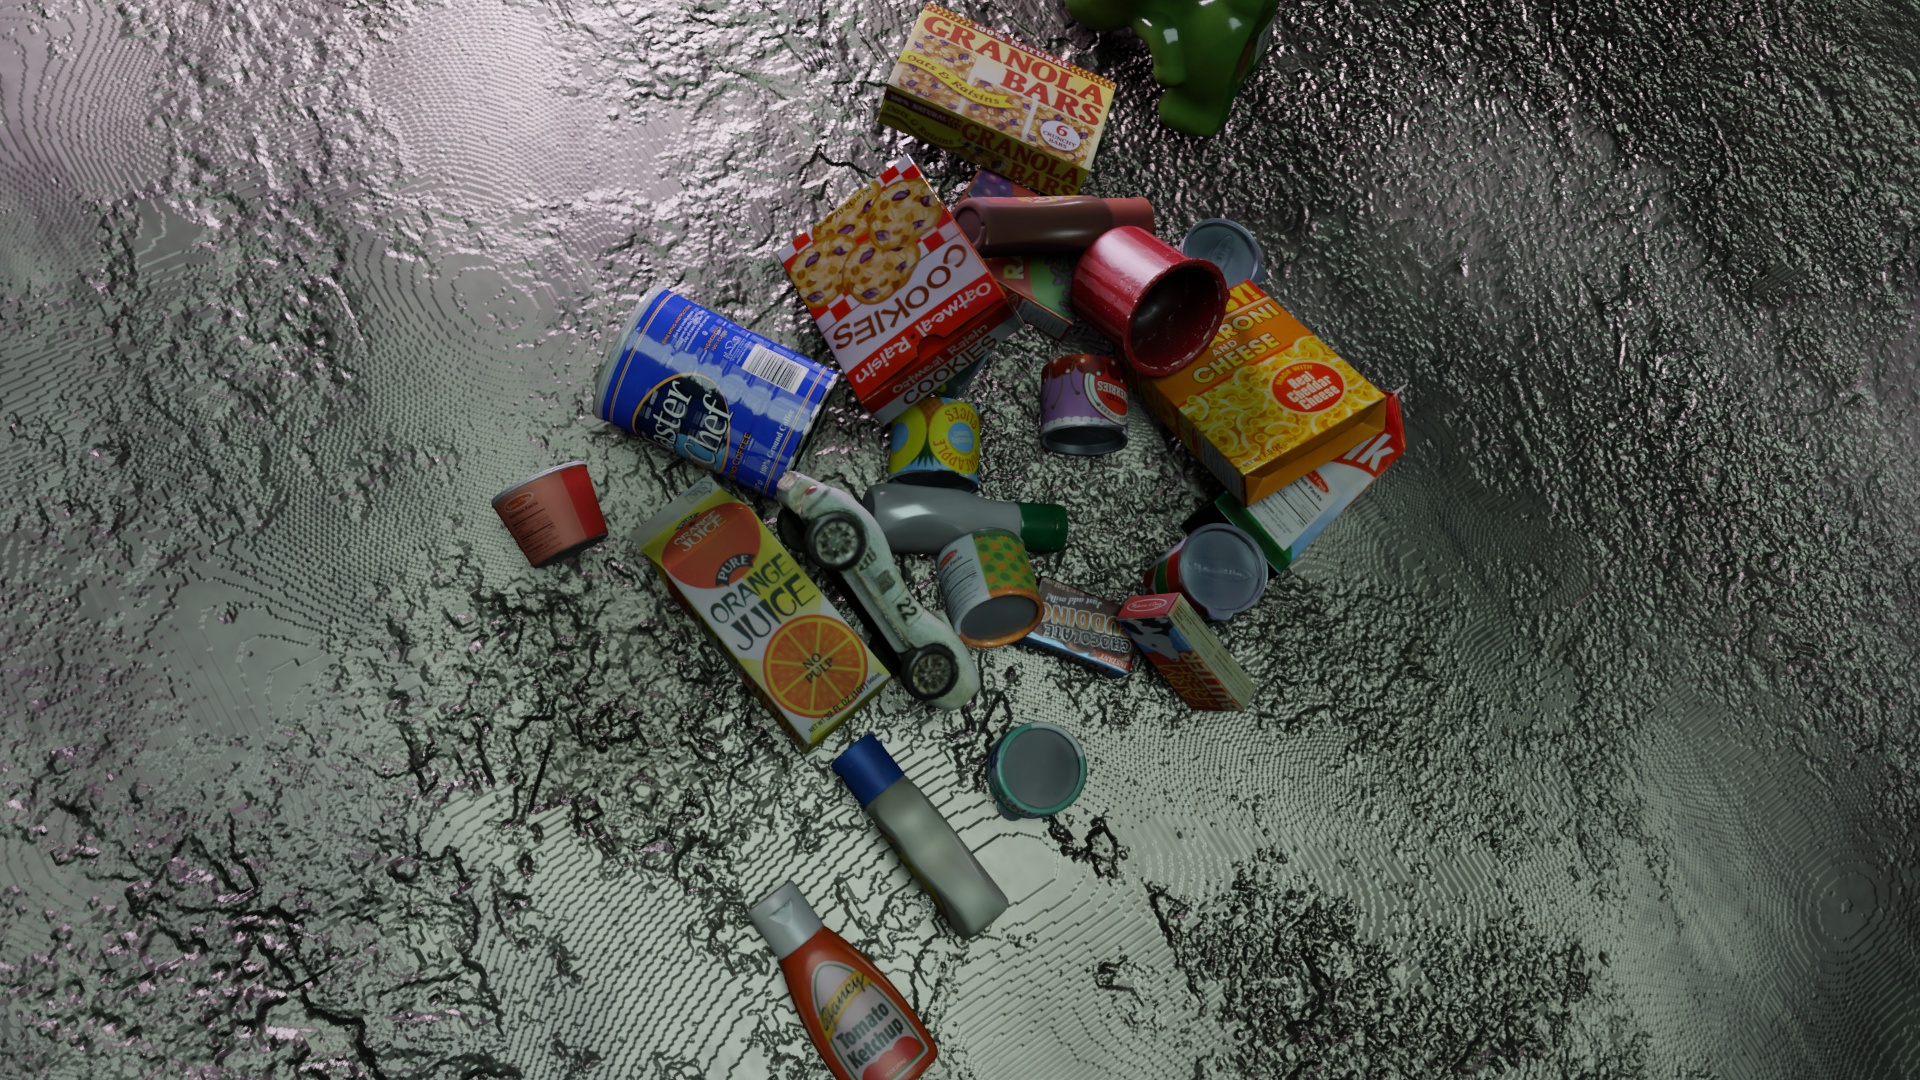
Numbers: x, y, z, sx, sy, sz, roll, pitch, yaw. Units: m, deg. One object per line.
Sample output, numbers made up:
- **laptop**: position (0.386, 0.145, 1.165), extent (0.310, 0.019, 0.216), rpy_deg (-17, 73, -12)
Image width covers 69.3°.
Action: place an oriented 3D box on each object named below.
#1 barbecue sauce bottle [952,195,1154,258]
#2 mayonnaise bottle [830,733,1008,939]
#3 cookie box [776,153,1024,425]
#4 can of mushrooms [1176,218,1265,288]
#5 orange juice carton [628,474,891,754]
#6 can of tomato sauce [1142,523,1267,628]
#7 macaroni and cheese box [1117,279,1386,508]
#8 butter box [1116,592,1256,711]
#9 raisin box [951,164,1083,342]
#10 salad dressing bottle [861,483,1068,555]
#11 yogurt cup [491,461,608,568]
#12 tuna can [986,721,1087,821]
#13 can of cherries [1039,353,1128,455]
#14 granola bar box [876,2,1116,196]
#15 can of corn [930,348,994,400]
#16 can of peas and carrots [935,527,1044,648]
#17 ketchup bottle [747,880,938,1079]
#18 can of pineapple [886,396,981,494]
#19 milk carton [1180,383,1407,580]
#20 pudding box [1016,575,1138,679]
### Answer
- **barbecue sauce bottle**: position (0.072, -0.235, 1.034), extent (0.149, 0.065, 0.043), rpy_deg (-8, 101, -23)
- **mayonnaise bottle**: position (-0.028, 0.198, 0.934), extent (0.041, 0.064, 0.148), rpy_deg (-38, 81, -15)
- **cookie box**: position (-0.046, -0.180, 0.985), extent (0.123, 0.040, 0.168), rpy_deg (-35, 56, 8)
- **can of mushrooms**: position (0.206, -0.220, 1.113), extent (0.071, 0.033, 0.071), rpy_deg (3, 74, -11)
- **orange juice carton**: position (-0.138, 0.047, 0.945), extent (0.072, 0.073, 0.193), rpy_deg (-39, 85, -17)
- **can of tomato sauce**: position (0.176, 0.032, 1.011), extent (0.071, 0.083, 0.071), rpy_deg (3, 75, -11)
- **macaroni and cheese box**: position (0.213, -0.115, 1.033), extent (0.124, 0.040, 0.167), rpy_deg (-28, 51, -10)
- **butter box**: position (0.162, 0.081, 0.991), extent (0.103, 0.053, 0.024), rpy_deg (49, 60, -22)
- **raisin box**: position (0.047, -0.223, 1.077), extent (0.123, 0.040, 0.086), rpy_deg (30, 72, -2)
- **salad dressing bottle**: position (0.004, -0.013, 1.001), extent (0.148, 0.064, 0.044), rpy_deg (4, 64, -20)
- **yogurt cup**: position (-0.274, -0.016, 0.939), extent (0.072, 0.072, 0.054), rpy_deg (-26, 90, -17)
- **tuna can**: position (0.052, 0.163, 0.974), extent (0.071, 0.032, 0.071), rpy_deg (3, 74, -11)
- **can of cherries**: position (0.094, -0.101, 1.037), extent (0.071, 0.071, 0.058), rpy_deg (6, 73, -11)
- **granola bar box**: position (0.030, -0.343, 1.088), extent (0.165, 0.038, 0.125), rpy_deg (22, 51, -6)
- **can of corn**: position (-0.013, -0.140, 1.026), extent (0.058, 0.071, 0.071), rpy_deg (35, 71, 0)
- **can of peas and carrots**: position (0.023, 0.034, 0.977), extent (0.071, 0.070, 0.059), rpy_deg (-6, 51, -14)
- **ketchup bottle**: position (-0.081, 0.292, 0.905), extent (0.065, 0.043, 0.149), rpy_deg (-35, 84, -18)
- **can of pineapple**: position (-0.017, -0.066, 1.004), extent (0.071, 0.070, 0.058), rpy_deg (6, 74, -11)
- **milk carton**: position (0.266, -0.052, 1.060), extent (0.191, 0.072, 0.073), rpy_deg (-41, 87, -18)
- **pudding box**: position (0.086, 0.064, 1.011), extent (0.084, 0.030, 0.050), rpy_deg (21, 73, -5)
